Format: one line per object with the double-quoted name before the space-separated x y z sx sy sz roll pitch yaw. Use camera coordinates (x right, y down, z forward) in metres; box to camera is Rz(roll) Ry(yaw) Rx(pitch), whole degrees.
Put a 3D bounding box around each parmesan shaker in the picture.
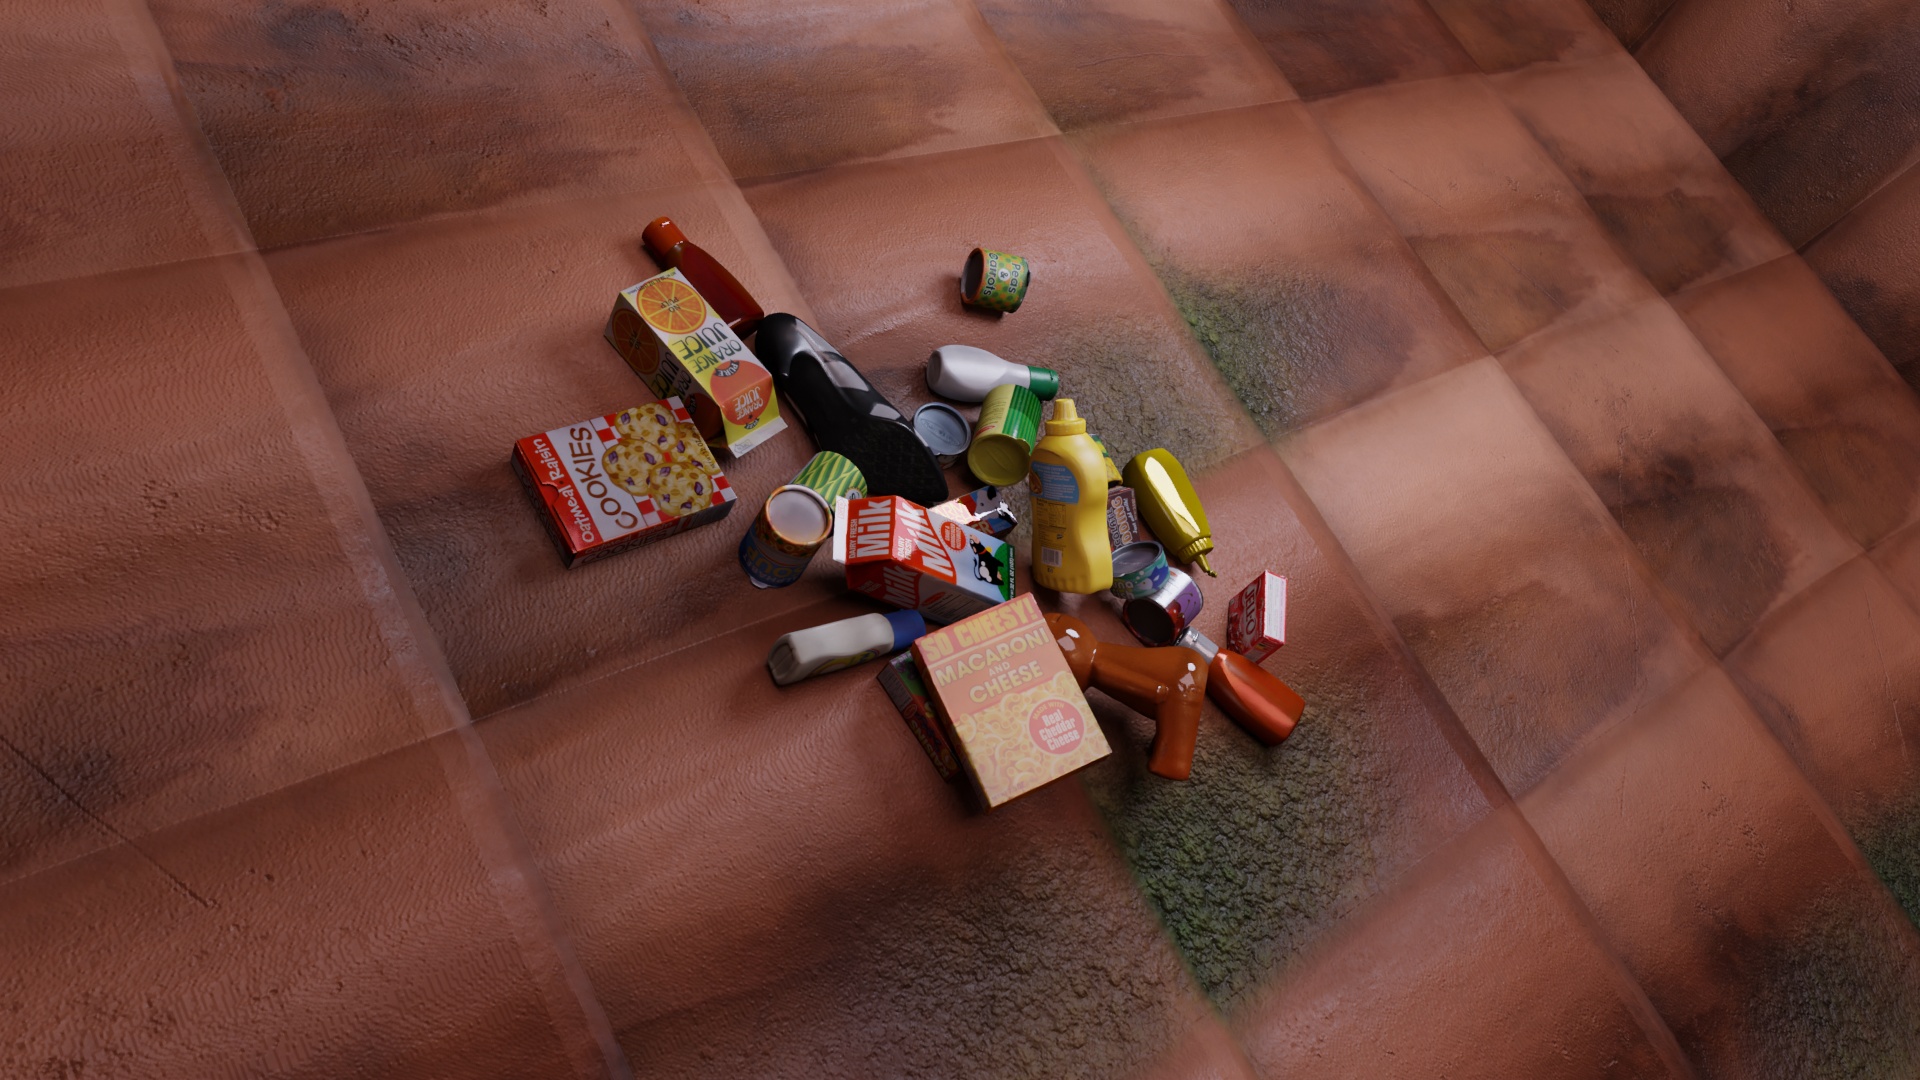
"parmesan shaker" 0.051 -0.114 1.470 0.071 0.071 0.103 28 37 -9

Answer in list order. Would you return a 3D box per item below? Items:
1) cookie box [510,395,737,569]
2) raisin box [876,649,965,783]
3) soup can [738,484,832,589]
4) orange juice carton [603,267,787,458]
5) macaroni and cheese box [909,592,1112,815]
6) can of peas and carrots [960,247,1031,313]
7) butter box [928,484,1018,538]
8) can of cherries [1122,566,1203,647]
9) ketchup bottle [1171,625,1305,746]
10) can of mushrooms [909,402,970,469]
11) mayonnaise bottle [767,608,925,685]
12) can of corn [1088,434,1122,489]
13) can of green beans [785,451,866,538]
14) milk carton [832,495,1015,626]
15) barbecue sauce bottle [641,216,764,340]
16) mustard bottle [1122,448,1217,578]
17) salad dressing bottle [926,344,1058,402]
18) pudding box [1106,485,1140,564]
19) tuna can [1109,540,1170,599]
"cookie box" -0.309 -0.057 1.281 0.168 0.040 0.123 -21 72 -35
"raisin box" -0.008 0.153 1.305 0.086 0.040 0.123 -25 75 -37
"soup can" -0.164 -0.002 1.294 0.071 0.083 0.071 13 56 -20
"orange juice carton" -0.255 -0.167 1.358 0.193 0.072 0.072 48 51 7
"macaroni and cheese box" 0.044 0.147 1.264 0.124 0.040 0.167 -21 72 -16
"can of peas and carrots" 0.040 -0.299 1.595 0.059 0.070 0.071 8 57 -22
"butter box" 0.005 -0.018 1.430 0.104 0.024 0.053 -23 72 -36
"can of cherries" 0.212 0.072 1.455 0.071 0.071 0.059 45 51 4
"ketchup bottle" 0.289 0.148 1.459 0.149 0.043 0.065 38 54 -1
"can of mushrooms" -0.027 -0.108 1.465 0.071 0.033 0.071 14 55 -20
"mayonnaise bottle" -0.101 0.095 1.282 0.148 0.064 0.041 -12 70 -36
"can of corn" 0.133 -0.073 1.502 0.071 0.070 0.058 -16 70 -34
"can of green beans" -0.133 -0.044 1.348 0.071 0.071 0.058 39 50 0
"milk carton" -0.042 0.018 1.322 0.190 0.073 0.072 22 52 -33
"barbecue sauce bottle" -0.270 -0.270 1.434 0.065 0.043 0.148 -33 78 -38
"mustard bottle" 0.239 -0.025 1.539 0.065 0.048 0.160 -15 69 -33
"salad dressing bottle" 0.037 -0.180 1.537 0.148 0.043 0.064 5 57 -26
"pudding box" 0.163 -0.012 1.478 0.050 0.030 0.083 -15 104 -32
"tuna can" 0.180 0.032 1.434 0.071 0.071 0.032 -42 120 -39
